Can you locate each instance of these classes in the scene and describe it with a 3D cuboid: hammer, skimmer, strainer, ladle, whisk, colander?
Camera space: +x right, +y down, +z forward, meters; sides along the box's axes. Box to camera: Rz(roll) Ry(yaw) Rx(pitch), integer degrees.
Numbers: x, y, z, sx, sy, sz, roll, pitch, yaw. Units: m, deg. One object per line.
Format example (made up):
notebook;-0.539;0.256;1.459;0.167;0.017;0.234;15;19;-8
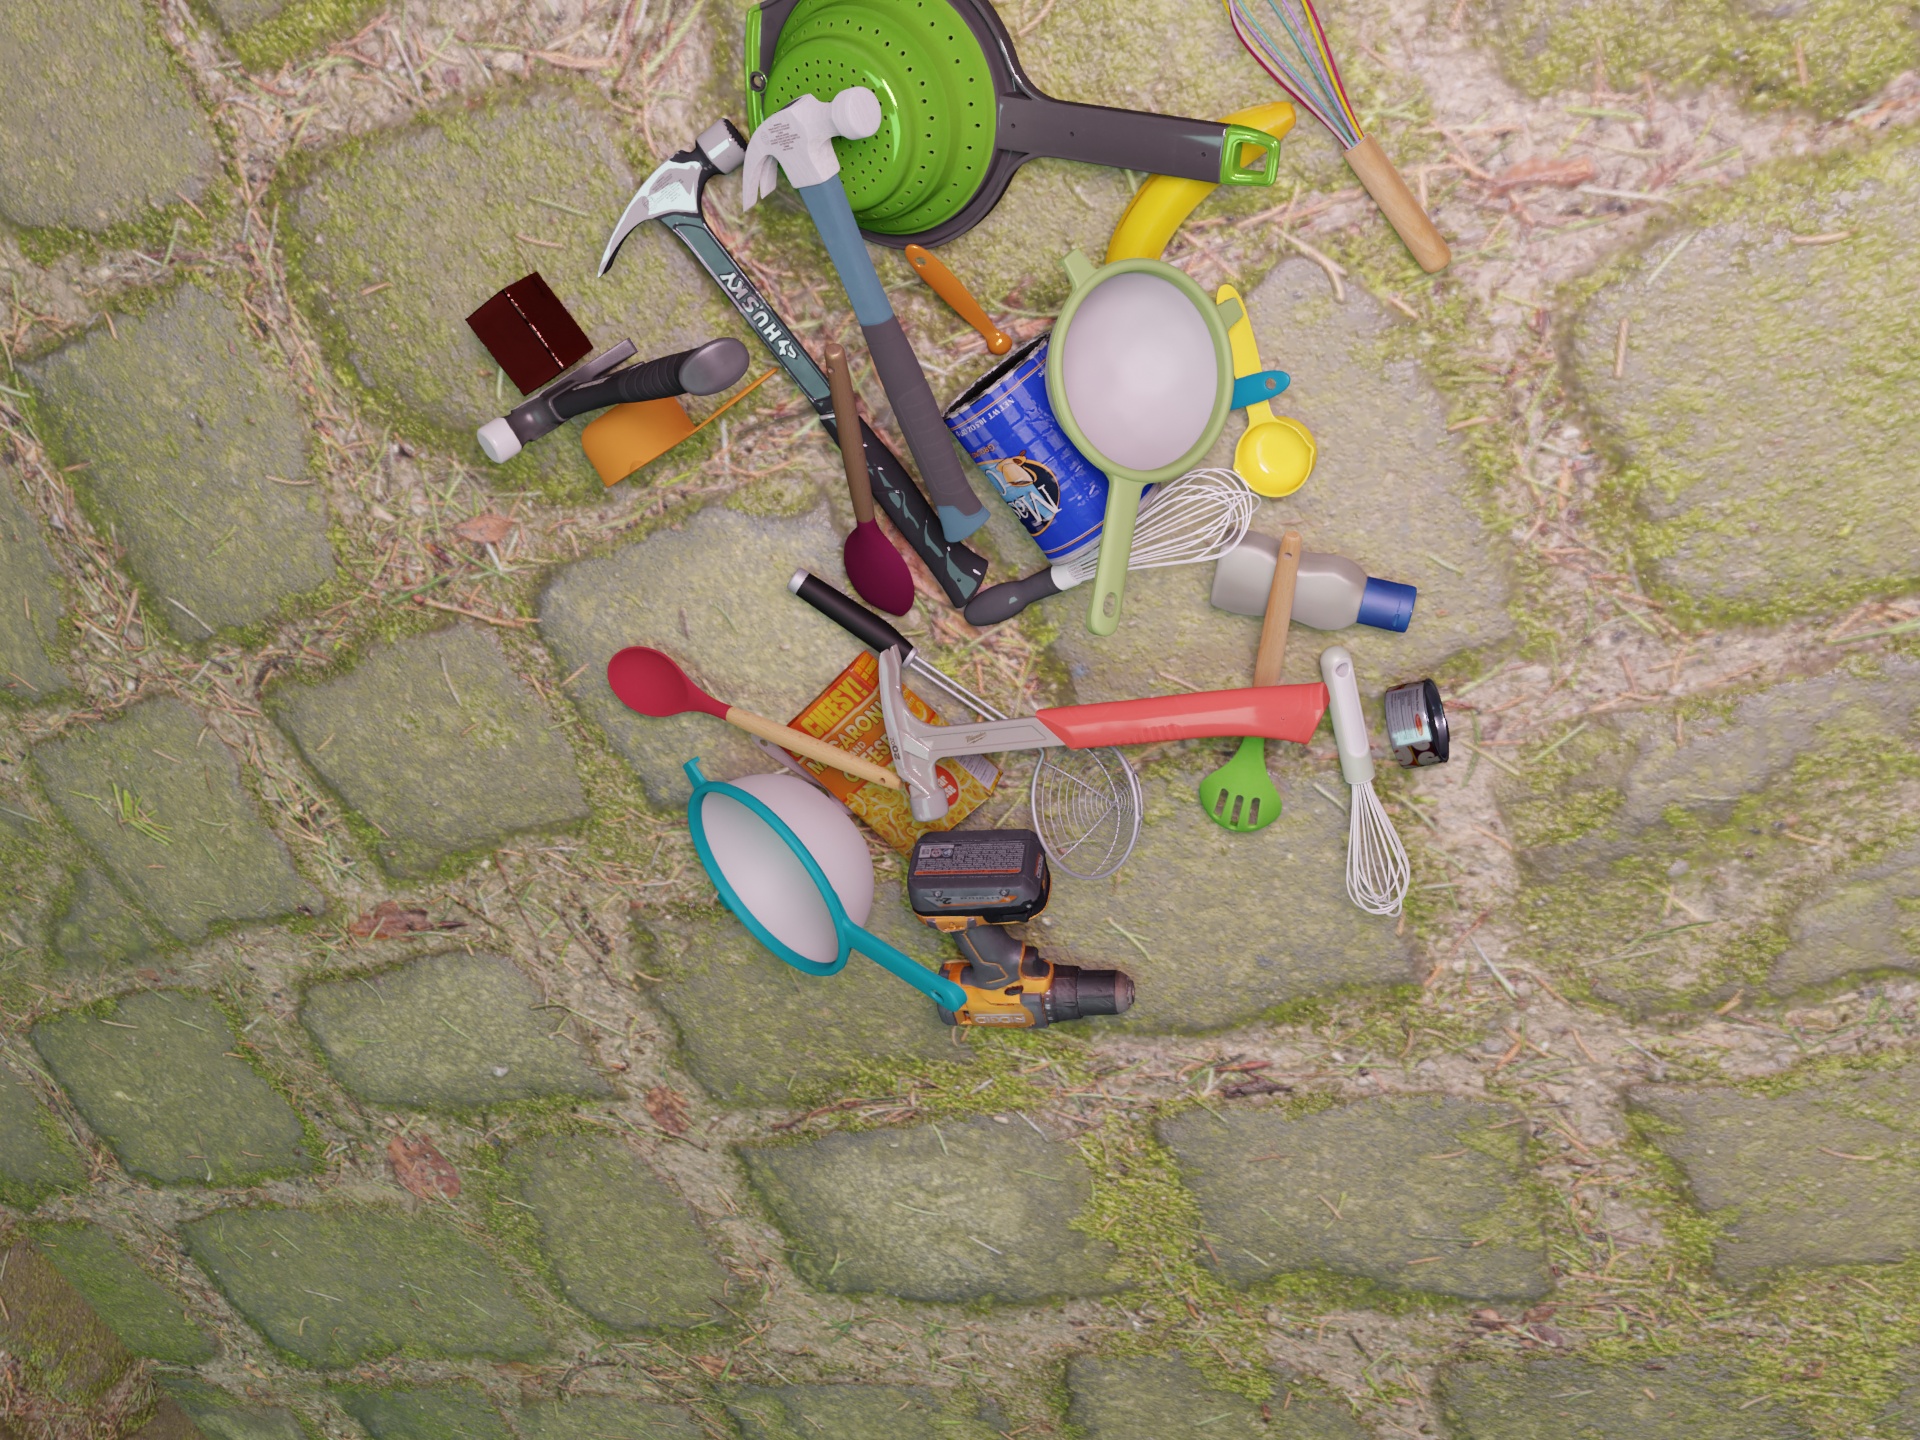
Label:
hammer;0.108;-0.005;1.258;0.359;0.037;0.149;-6;104;23
skimmer;-0.002;-0.004;1.338;0.363;0.090;0.127;35;128;-3
strainer;0.104;-0.187;1.105;0.151;0.069;0.256;7;93;-29
hammer;-0.052;-0.264;1.096;0.128;0.033;0.330;8;135;41
ladle;-0.184;0.002;1.412;0.315;0.031;0.069;21;121;24
whisk;0.244;-0.390;1.023;0.047;0.051;0.244;-32;109;28
strainer;-0.101;0.149;1.427;0.341;0.095;0.210;27;141;33
hammer;-0.112;-0.251;1.240;0.149;0.036;0.408;-33;109;16
colander;0.008;-0.389;1.051;0.397;0.094;0.204;16;127;20
whisk;0.107;-0.125;1.233;0.284;0.070;0.070;-20;113;39
whisk;0.323;0.052;1.279;0.058;0.059;0.246;-22;113;-11
hammer;-0.239;-0.246;1.160;0.335;0.146;0.035;8;132;56

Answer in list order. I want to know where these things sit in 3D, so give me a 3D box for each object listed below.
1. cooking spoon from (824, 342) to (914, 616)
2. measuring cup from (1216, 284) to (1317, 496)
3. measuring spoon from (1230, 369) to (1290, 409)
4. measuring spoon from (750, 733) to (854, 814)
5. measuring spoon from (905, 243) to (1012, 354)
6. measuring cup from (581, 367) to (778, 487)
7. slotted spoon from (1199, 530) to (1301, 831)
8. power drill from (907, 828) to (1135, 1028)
cooking spoon;-0.077;-0.173;1.220;0.069;0.017;0.318;25;154;17
measuring cup;0.216;-0.239;1.148;0.062;0.029;0.156;-10;105;33
measuring spoon;0.178;-0.228;1.145;0.128;0.021;0.042;-10;104;42
measuring spoon;-0.145;0.050;1.473;0.124;0.018;0.034;34;127;-2
measuring spoon;-0.002;-0.305;1.163;0.021;0.011;0.116;-18;138;36
measuring cup;-0.229;-0.254;1.281;0.173;0.095;0.052;-31;103;15
slotted spoon;0.234;-0.018;1.246;0.070;0.031;0.313;14;134;13
power drill;0.055;0.200;1.444;0.185;0.084;0.226;-3;133;14
